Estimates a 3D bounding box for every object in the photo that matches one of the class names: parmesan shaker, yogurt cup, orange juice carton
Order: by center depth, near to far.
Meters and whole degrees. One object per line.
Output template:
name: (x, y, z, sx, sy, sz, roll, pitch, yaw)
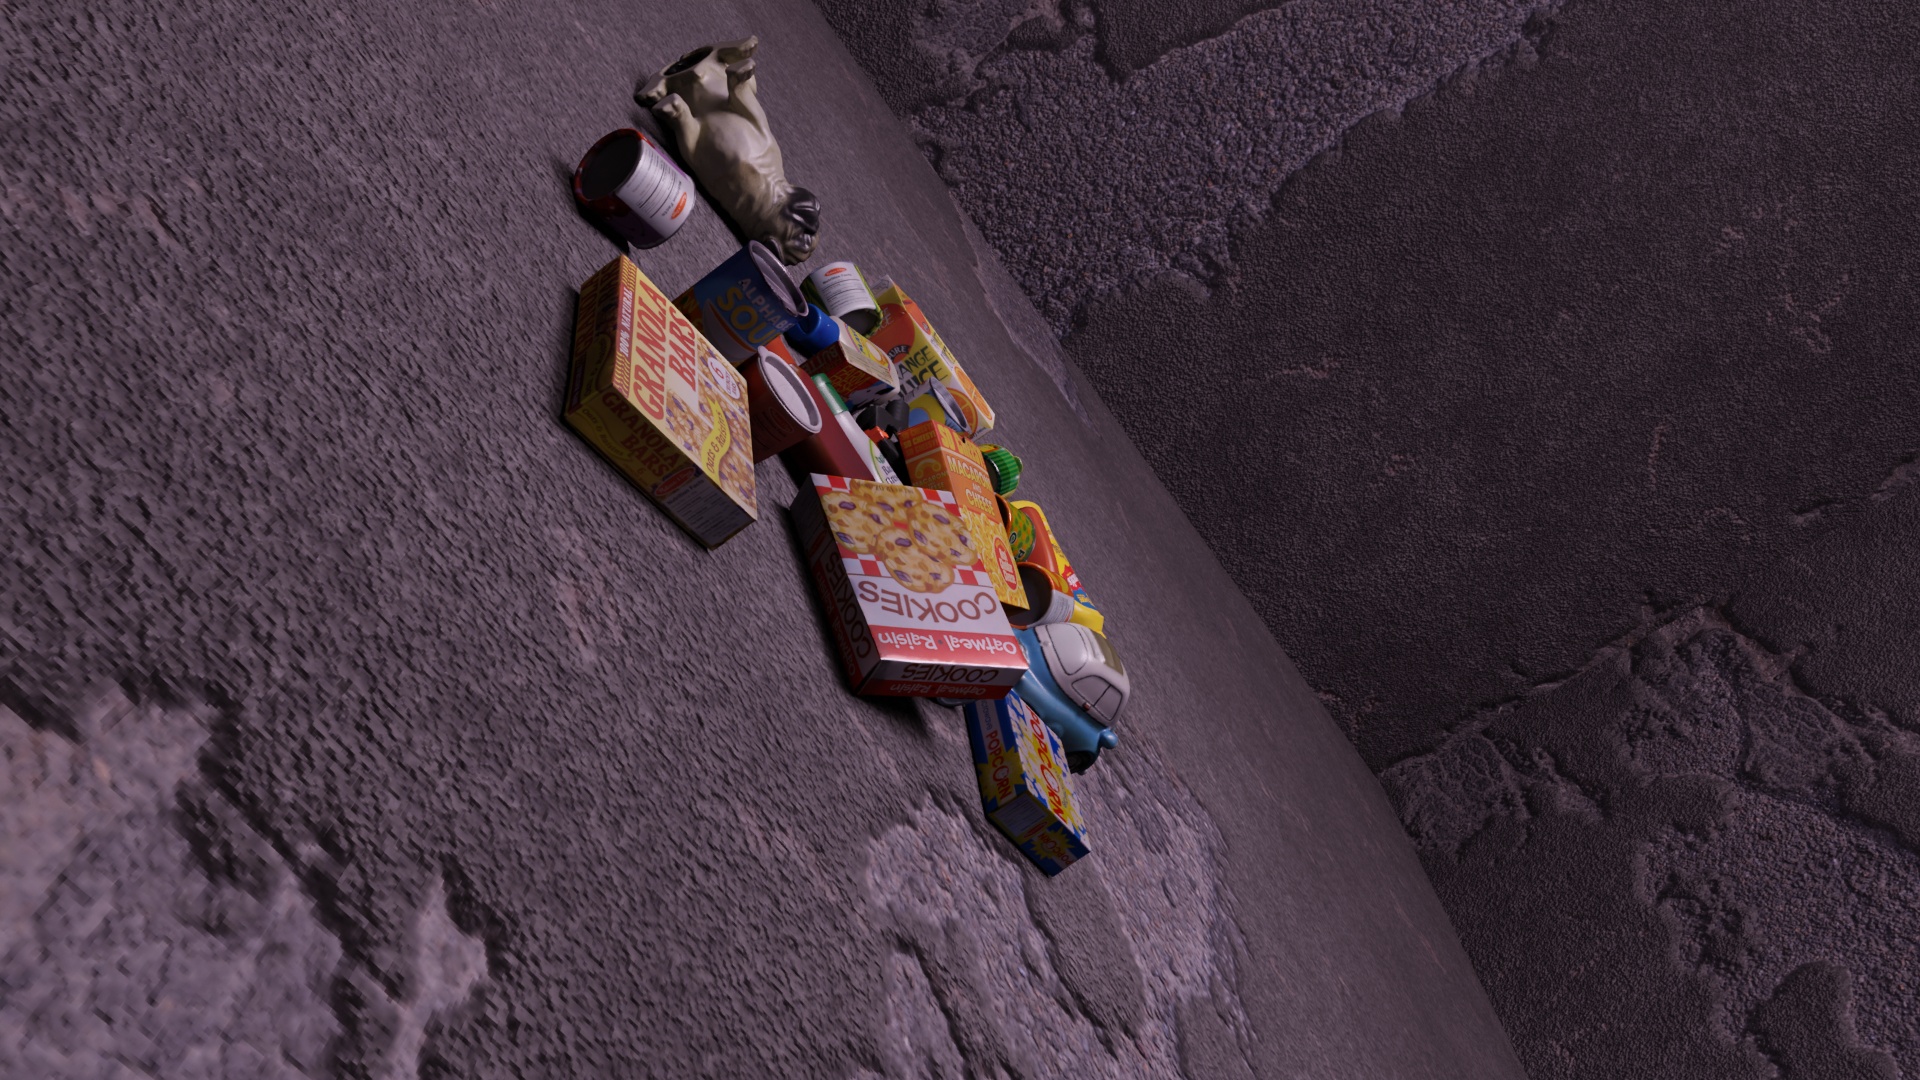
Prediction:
yogurt cup: (-0.138, -0.091, 0.975, 0.072, 0.054, 0.073, 52, 14, -18)
parmesan shaker: (0.022, -0.065, 1.429, 0.071, 0.071, 0.103, 56, 13, 1)
orange juice carton: (-0.048, -0.180, 1.456, 0.192, 0.071, 0.073, 53, 13, -13)

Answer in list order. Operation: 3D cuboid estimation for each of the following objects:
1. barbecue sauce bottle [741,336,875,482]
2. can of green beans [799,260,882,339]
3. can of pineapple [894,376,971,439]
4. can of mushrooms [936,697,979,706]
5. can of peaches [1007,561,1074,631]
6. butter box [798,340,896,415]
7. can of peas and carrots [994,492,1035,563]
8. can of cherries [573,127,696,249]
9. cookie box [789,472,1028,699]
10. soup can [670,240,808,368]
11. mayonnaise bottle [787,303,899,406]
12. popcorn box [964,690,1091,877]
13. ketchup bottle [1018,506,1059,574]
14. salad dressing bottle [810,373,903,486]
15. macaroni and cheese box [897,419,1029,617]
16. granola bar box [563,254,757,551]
barbecue sauce bottle: (-0.122, -0.095, 1.065, 0.148, 0.043, 0.065, 58, 13, 10)
can of green beans: (-0.116, -0.227, 1.343, 0.058, 0.071, 0.071, 62, 15, 22)
can of pineapple: (-0.033, -0.121, 1.399, 0.071, 0.058, 0.071, 51, 14, -19)
can of mushrooms: (0.007, 0.090, 1.023, 0.071, 0.071, 0.033, 35, 24, -57)
can of peaches: (0.066, 0.056, 1.318, 0.071, 0.071, 0.058, 61, 15, 20)
butter box: (-0.102, -0.142, 1.222, 0.024, 0.053, 0.103, 63, 16, 16)
can of peas and carrots: (0.032, -0.006, 1.340, 0.058, 0.071, 0.071, 33, 26, -57)
can of cherries: (-0.236, -0.253, 1.000, 0.058, 0.071, 0.072, 38, 23, -51)
cookie box: (-0.038, 0.033, 0.965, 0.123, 0.040, 0.168, 7, 44, -35)
soup can: (-0.162, -0.163, 1.000, 0.071, 0.083, 0.071, 51, 14, -18)
mayonnaise bottle: (-0.110, -0.177, 1.299, 0.148, 0.041, 0.065, 31, 30, -62)
popcorn box: (0.049, 0.174, 1.035, 0.085, 0.038, 0.127, 48, 16, -31)
ketchup bottle: (0.072, 0.044, 1.377, 0.043, 0.064, 0.149, 21, 46, -65)
salad dressing bottle: (-0.085, -0.065, 1.118, 0.147, 0.044, 0.064, 57, 11, 3)
macaroni and cheese box: (0.004, -0.016, 1.246, 0.123, 0.040, 0.167, 22, 50, -68)
granola bar box: (-0.181, -0.087, 0.851, 0.124, 0.039, 0.166, 47, 16, -34)
